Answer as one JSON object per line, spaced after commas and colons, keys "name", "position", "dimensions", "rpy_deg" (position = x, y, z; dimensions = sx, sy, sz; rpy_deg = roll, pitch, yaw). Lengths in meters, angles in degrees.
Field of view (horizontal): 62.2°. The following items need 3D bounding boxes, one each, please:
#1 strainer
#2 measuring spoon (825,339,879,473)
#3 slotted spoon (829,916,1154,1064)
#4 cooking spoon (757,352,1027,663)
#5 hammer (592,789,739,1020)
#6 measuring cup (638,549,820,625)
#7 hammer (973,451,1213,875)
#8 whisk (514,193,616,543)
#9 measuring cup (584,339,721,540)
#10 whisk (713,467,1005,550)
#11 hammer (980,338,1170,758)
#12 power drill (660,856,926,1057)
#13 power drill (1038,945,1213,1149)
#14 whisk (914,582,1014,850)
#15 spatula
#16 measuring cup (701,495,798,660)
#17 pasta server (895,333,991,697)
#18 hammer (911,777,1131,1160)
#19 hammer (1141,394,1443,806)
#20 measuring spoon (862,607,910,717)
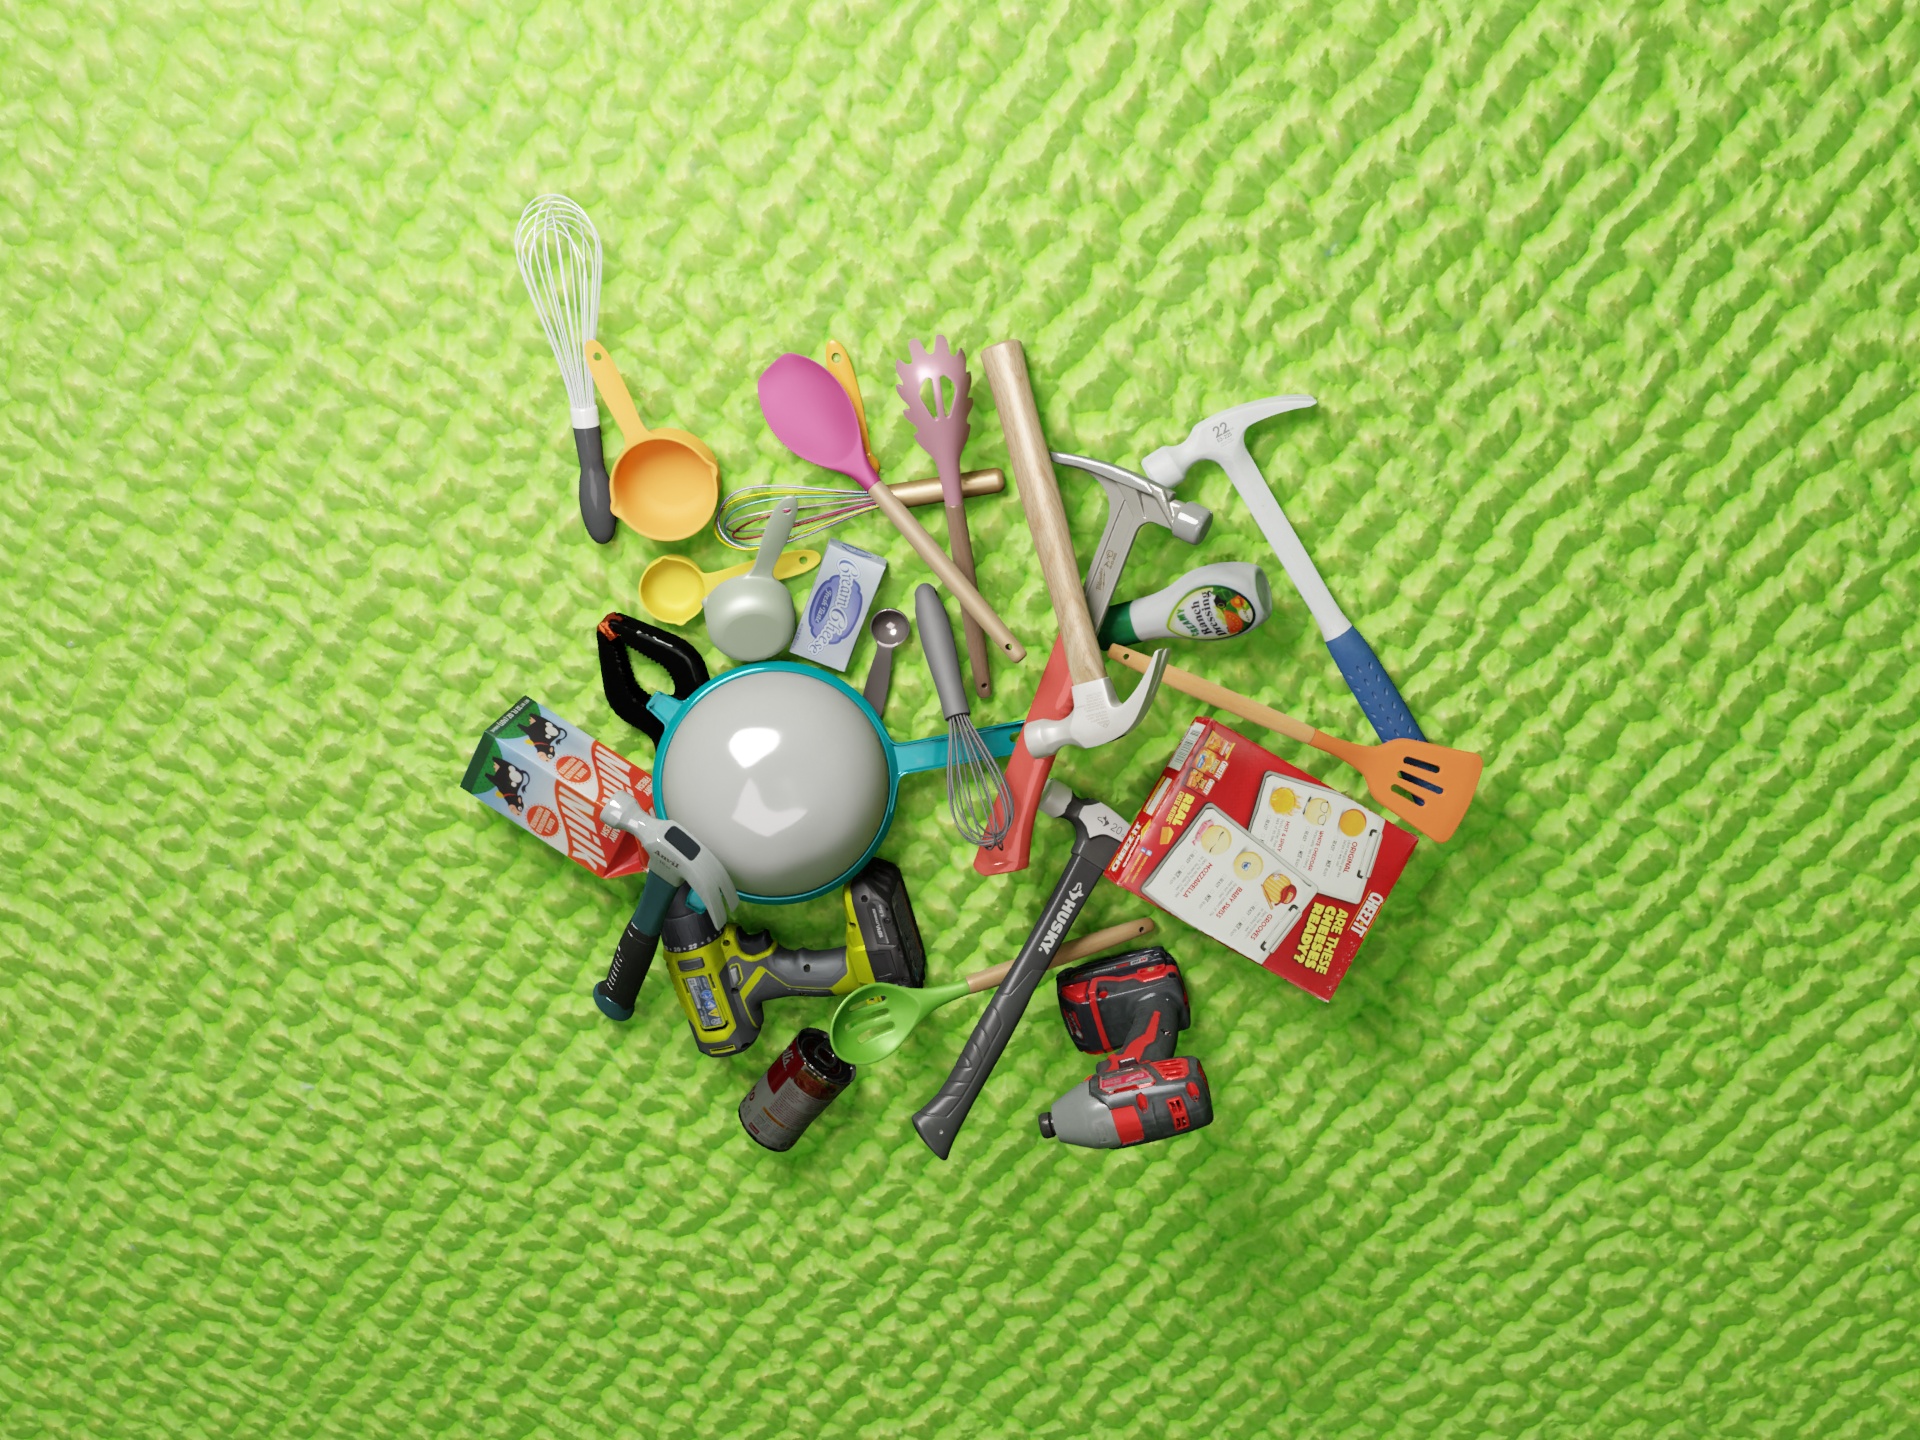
{"name": "strainer", "position": [-0.091, 0.045, 1.337], "dimensions": [0.340, 0.095, 0.211], "rpy_deg": [-11, 94, -5]}
{"name": "measuring spoon", "position": [-0.090, -0.255, 1.306], "dimensions": [0.021, 0.011, 0.116], "rpy_deg": [-13, 109, 8]}
{"name": "slotted spoon", "position": [0.030, 0.229, 1.411], "dimensions": [0.313, 0.031, 0.070], "rpy_deg": [-17, 103, -15]}
{"name": "cooking spoon", "position": [-0.053, -0.170, 1.285], "dimensions": [0.068, 0.017, 0.319], "rpy_deg": [-41, 83, 12]}
{"name": "hammer", "position": [-0.276, 0.181, 1.380], "dimensions": [0.128, 0.033, 0.330], "rpy_deg": [34, 141, 2]}
{"name": "measuring cup", "position": [-0.197, -0.125, 1.359], "dimensions": [0.156, 0.029, 0.062], "rpy_deg": [-13, 112, -4]}
{"name": "hammer", "position": [0.077, -0.037, 1.320], "dimensions": [0.149, 0.036, 0.359], "rpy_deg": [26, 107, 20]}
{"name": "whisk", "position": [-0.309, -0.279, 1.290], "dimensions": [0.070, 0.070, 0.284], "rpy_deg": [-1, 115, 4]}
{"name": "measuring cup", "position": [-0.258, -0.233, 1.298], "dimensions": [0.095, 0.052, 0.173], "rpy_deg": [-22, 111, 9]}
{"name": "whisk", "position": [-0.084, -0.176, 1.319], "dimensions": [0.245, 0.047, 0.051], "rpy_deg": [-9, 128, 3]}
{"name": "hammer", "position": [0.076, -0.142, 1.270], "dimensions": [0.130, 0.031, 0.331], "rpy_deg": [-15, 90, 25]}
{"name": "power drill", "position": [-0.161, 0.199, 1.444], "dimensions": [0.228, 0.080, 0.190], "rpy_deg": [-12, 109, 11]}
{"name": "power drill", "position": [0.138, 0.290, 1.379], "dimensions": [0.143, 0.220, 0.078], "rpy_deg": [-16, 108, 9]}
{"name": "whisk", "position": [-0.001, -0.004, 1.326], "dimensions": [0.055, 0.055, 0.239], "rpy_deg": [-17, 76, 10]}
{"name": "spatula", "position": [0.273, 0.004, 1.324], "dimensions": [0.322, 0.041, 0.081], "rpy_deg": [23, 96, -4]}
{"name": "measuring cup", "position": [-0.161, -0.113, 1.313], "dimensions": [0.083, 0.038, 0.167], "rpy_deg": [7, 136, -22]}
{"name": "pasta server", "position": [-0.002, -0.158, 1.305], "dimensions": [0.060, 0.040, 0.316], "rpy_deg": [-11, 122, -1]}
{"name": "hammer", "position": [0.059, 0.228, 1.387], "dimensions": [0.146, 0.035, 0.335], "rpy_deg": [32, 82, -13]}
{"name": "hammer", "position": [0.316, -0.085, 1.329], "dimensions": [0.144, 0.035, 0.405], "rpy_deg": [-31, 105, 14]}
{"name": "measuring spoon", "position": [-0.070, -0.044, 1.384], "dimensions": [0.034, 0.018, 0.124], "rpy_deg": [12, 117, -5]}
